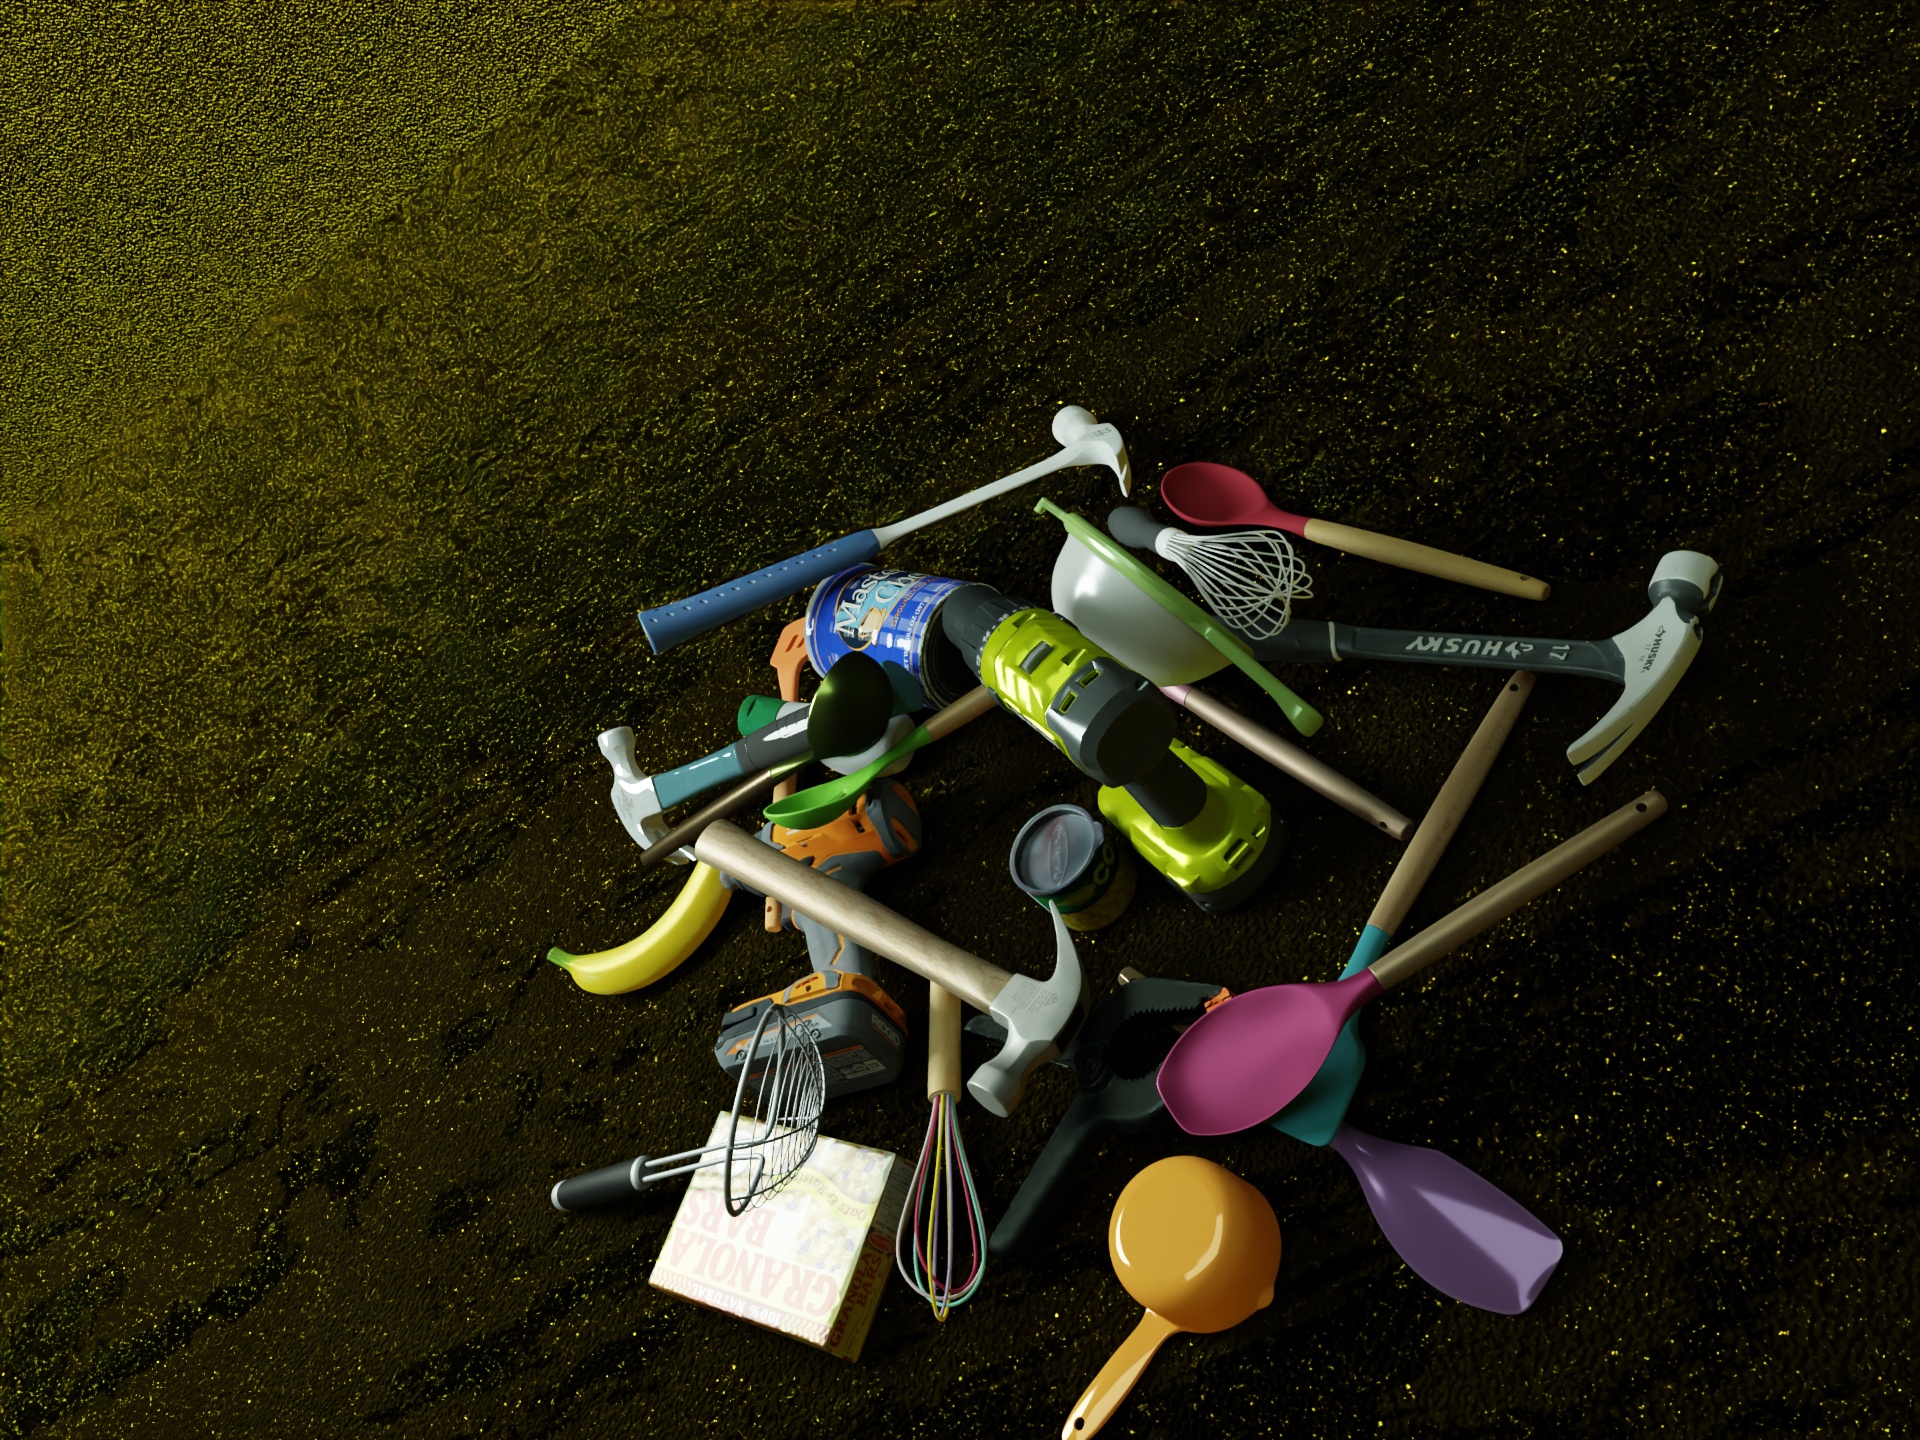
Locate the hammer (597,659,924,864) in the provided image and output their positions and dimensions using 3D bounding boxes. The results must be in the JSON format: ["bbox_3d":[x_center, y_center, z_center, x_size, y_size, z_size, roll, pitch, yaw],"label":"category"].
[{"bbox_3d":[-0.160,0.023,1.249,0.331,0.033,0.128,-22,84,36],"label":"hammer"}]

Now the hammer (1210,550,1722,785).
[{"bbox_3d":[0.254,-0.045,1.016,0.409,0.036,0.149,7,56,46],"label":"hammer"}]

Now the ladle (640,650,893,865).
[{"bbox_3d":[-0.160,0.040,1.198,0.320,0.062,0.078,-32,5,40],"label":"ladle"}]

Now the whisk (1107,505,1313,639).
[{"bbox_3d":[0.163,-0.118,1.114,0.070,0.070,0.285,-46,24,1],"label":"whisk"}]

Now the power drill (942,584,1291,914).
[{"bbox_3d":[0.091,0.011,0.976,0.080,0.228,0.191,-48,41,-1],"label":"power drill"}]

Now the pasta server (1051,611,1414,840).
[{"bbox_3d":[0.167,0.000,1.051,0.040,0.060,0.316,-28,42,-26],"label":"pasta server"}]

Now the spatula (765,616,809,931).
[{"bbox_3d":[-0.136,0.028,1.313,0.081,0.041,0.323,-19,52,28],"label":"spatula"}]

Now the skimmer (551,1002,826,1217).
[{"bbox_3d":[-0.203,0.279,1.051,0.363,0.090,0.127,-28,39,44],"label":"skimmer"}]

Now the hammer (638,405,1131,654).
[{"bbox_3d":[-0.055,-0.144,1.241,0.405,0.035,0.144,-24,29,-8],"label":"hammer"}]

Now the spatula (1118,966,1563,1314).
[{"bbox_3d":[0.192,0.220,0.889,0.060,0.018,0.316,-56,42,-1],"label":"spatula"}]

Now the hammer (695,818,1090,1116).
[{"bbox_3d":[-0.055,0.134,1.047,0.331,0.031,0.130,23,59,37],"label":"hammer"}]

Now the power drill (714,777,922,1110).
[{"bbox_3d":[-0.111,0.157,1.142,0.164,0.084,0.227,-20,44,22],"label":"power drill"}]

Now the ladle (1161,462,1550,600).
[{"bbox_3d":[0.262,-0.128,1.095,0.069,0.031,0.316,-36,38,-25],"label":"ladle"}]

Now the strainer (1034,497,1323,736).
[{"bbox_3d":[0.131,-0.039,0.982,0.069,0.151,0.257,-51,36,9],"label":"strainer"}]

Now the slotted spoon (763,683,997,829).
[{"bbox_3d":[-0.002,-0.004,1.158,0.314,0.031,0.070,-32,14,-10],"label":"slotted spoon"}]

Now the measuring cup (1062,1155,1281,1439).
[{"bbox_3d":[0.099,0.316,0.864,0.173,0.052,0.095,-52,41,-8],"label":"measuring cup"}]

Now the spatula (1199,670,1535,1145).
[{"bbox_3d":[0.253,0.096,0.915,0.082,0.044,0.317,24,74,35],"label":"spatula"}]

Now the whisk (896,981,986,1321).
[{"bbox_3d":[-0.010,0.257,1.010,0.051,0.047,0.245,-31,39,29],"label":"whisk"}]

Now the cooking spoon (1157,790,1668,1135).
[{"bbox_3d":[0.249,0.128,0.870,0.319,0.017,0.069,-32,53,0],"label":"cooking spoon"}]
